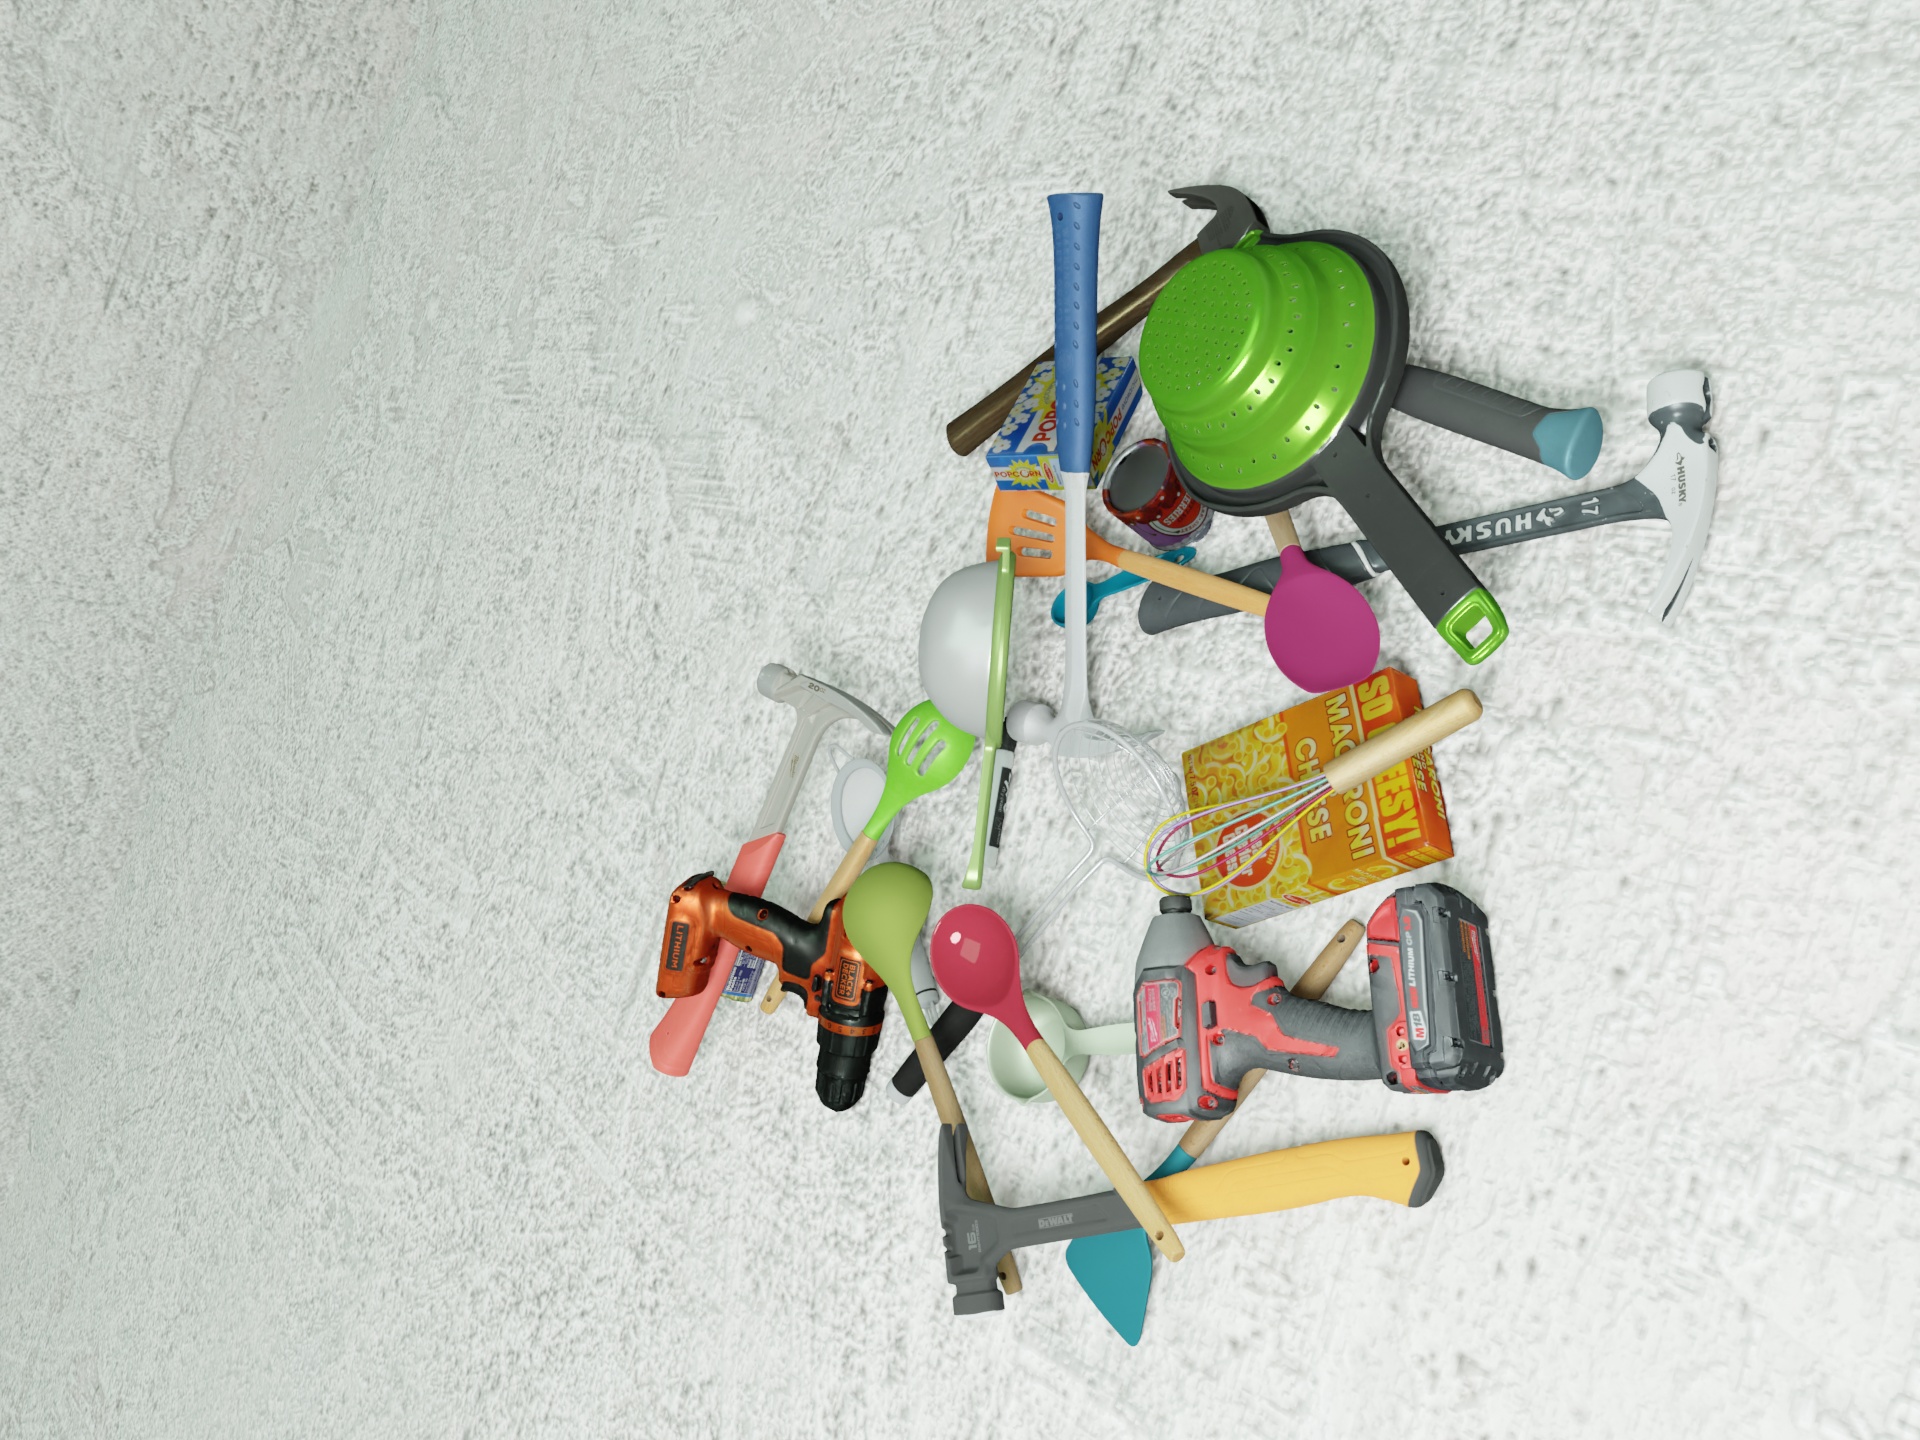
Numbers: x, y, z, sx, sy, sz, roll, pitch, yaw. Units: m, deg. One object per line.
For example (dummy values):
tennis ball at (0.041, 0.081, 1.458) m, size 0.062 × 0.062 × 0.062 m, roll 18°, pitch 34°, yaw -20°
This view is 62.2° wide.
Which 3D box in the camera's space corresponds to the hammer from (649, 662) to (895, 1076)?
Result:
hammer at (-0.173, 0.138, 1.339) m, size 0.149 × 0.036 × 0.359 m, roll 27°, pitch 97°, yaw 35°

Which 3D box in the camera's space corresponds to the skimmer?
skimmer at (0.036, 0.154, 1.154) m, size 0.127 × 0.090 × 0.363 m, roll 46°, pitch 112°, yaw 24°

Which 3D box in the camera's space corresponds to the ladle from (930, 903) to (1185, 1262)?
ladle at (0.061, 0.230, 1.043) m, size 0.069 × 0.031 × 0.316 m, roll -51°, pitch 40°, yaw 11°

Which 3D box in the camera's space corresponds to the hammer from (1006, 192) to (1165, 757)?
hammer at (0.088, -0.169, 1.150) m, size 0.144 × 0.035 × 0.405 m, roll 16°, pitch 111°, yaw 50°

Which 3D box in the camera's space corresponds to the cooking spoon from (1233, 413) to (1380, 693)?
cooking spoon at (0.219, -0.130, 1.081) m, size 0.069 × 0.017 × 0.319 m, roll -17°, pitch 44°, yaw 10°

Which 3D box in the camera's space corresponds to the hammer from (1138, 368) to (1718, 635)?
hammer at (0.285, -0.105, 1.047) m, size 0.409 × 0.036 × 0.149 m, roll -11°, pitch 67°, yaw 44°

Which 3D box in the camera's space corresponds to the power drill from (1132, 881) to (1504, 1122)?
power drill at (0.205, 0.166, 0.968) m, size 0.220 × 0.078 × 0.143 m, roll -14°, pitch 66°, yaw 34°

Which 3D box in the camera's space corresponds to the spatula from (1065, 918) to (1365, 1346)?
spatula at (0.168, 0.259, 1.033) m, size 0.317 × 0.044 × 0.082 m, roll -55°, pitch 45°, yaw 8°

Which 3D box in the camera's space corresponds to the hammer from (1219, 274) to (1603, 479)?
hammer at (0.288, -0.224, 1.051) m, size 0.128 × 0.033 × 0.331 m, roll -52°, pitch 38°, yaw 2°

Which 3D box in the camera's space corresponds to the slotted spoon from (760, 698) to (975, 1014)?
slotted spoon at (-0.084, 0.114, 1.284) m, size 0.070 × 0.031 × 0.313 m, roll 40°, pitch 108°, yaw 27°

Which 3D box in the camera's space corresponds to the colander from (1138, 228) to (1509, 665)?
colander at (0.214, -0.188, 1.009) m, size 0.204 × 0.094 × 0.398 m, roll -49°, pitch 45°, yaw 27°

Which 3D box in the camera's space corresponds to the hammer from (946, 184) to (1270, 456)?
hammer at (0.111, -0.320, 1.310) m, size 0.331 × 0.031 × 0.130 m, roll -31°, pitch 55°, yaw 34°

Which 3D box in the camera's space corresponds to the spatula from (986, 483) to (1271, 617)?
spatula at (0.128, -0.112, 1.160) m, size 0.323 × 0.041 × 0.081 m, roll 27°, pitch 115°, yaw 51°

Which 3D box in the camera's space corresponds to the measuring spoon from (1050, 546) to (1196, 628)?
measuring spoon at (0.128, -0.101, 1.223) m, size 0.128 × 0.021 × 0.042 m, roll -22°, pitch 45°, yaw 28°

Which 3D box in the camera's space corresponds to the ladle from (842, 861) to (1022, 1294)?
ladle at (-0.011, 0.255, 1.160) m, size 0.078 × 0.062 × 0.320 m, roll -28°, pitch 75°, yaw 30°

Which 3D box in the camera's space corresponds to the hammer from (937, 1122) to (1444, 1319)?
hammer at (0.133, 0.292, 0.998) m, size 0.337 × 0.034 × 0.127 m, roll -18°, pitch 67°, yaw 27°

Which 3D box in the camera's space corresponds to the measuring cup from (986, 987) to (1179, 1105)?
measuring cup at (0.092, 0.228, 1.112) m, size 0.167 × 0.038 × 0.083 m, roll -14°, pitch 65°, yaw 40°

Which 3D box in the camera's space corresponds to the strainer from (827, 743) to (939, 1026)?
strainer at (-0.055, 0.131, 1.299) m, size 0.087 × 0.050 × 0.259 m, roll -45°, pitch 52°, yaw 40°

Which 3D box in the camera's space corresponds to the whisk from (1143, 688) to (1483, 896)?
whisk at (0.212, 0.044, 0.995) m, size 0.245 × 0.051 × 0.047 m, roll -33°, pitch 47°, yaw 28°

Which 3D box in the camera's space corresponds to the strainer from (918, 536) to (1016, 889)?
strainer at (-0.002, -0.004, 1.189) m, size 0.069 × 0.151 × 0.256 m, roll 6°, pitch 79°, yaw 2°
